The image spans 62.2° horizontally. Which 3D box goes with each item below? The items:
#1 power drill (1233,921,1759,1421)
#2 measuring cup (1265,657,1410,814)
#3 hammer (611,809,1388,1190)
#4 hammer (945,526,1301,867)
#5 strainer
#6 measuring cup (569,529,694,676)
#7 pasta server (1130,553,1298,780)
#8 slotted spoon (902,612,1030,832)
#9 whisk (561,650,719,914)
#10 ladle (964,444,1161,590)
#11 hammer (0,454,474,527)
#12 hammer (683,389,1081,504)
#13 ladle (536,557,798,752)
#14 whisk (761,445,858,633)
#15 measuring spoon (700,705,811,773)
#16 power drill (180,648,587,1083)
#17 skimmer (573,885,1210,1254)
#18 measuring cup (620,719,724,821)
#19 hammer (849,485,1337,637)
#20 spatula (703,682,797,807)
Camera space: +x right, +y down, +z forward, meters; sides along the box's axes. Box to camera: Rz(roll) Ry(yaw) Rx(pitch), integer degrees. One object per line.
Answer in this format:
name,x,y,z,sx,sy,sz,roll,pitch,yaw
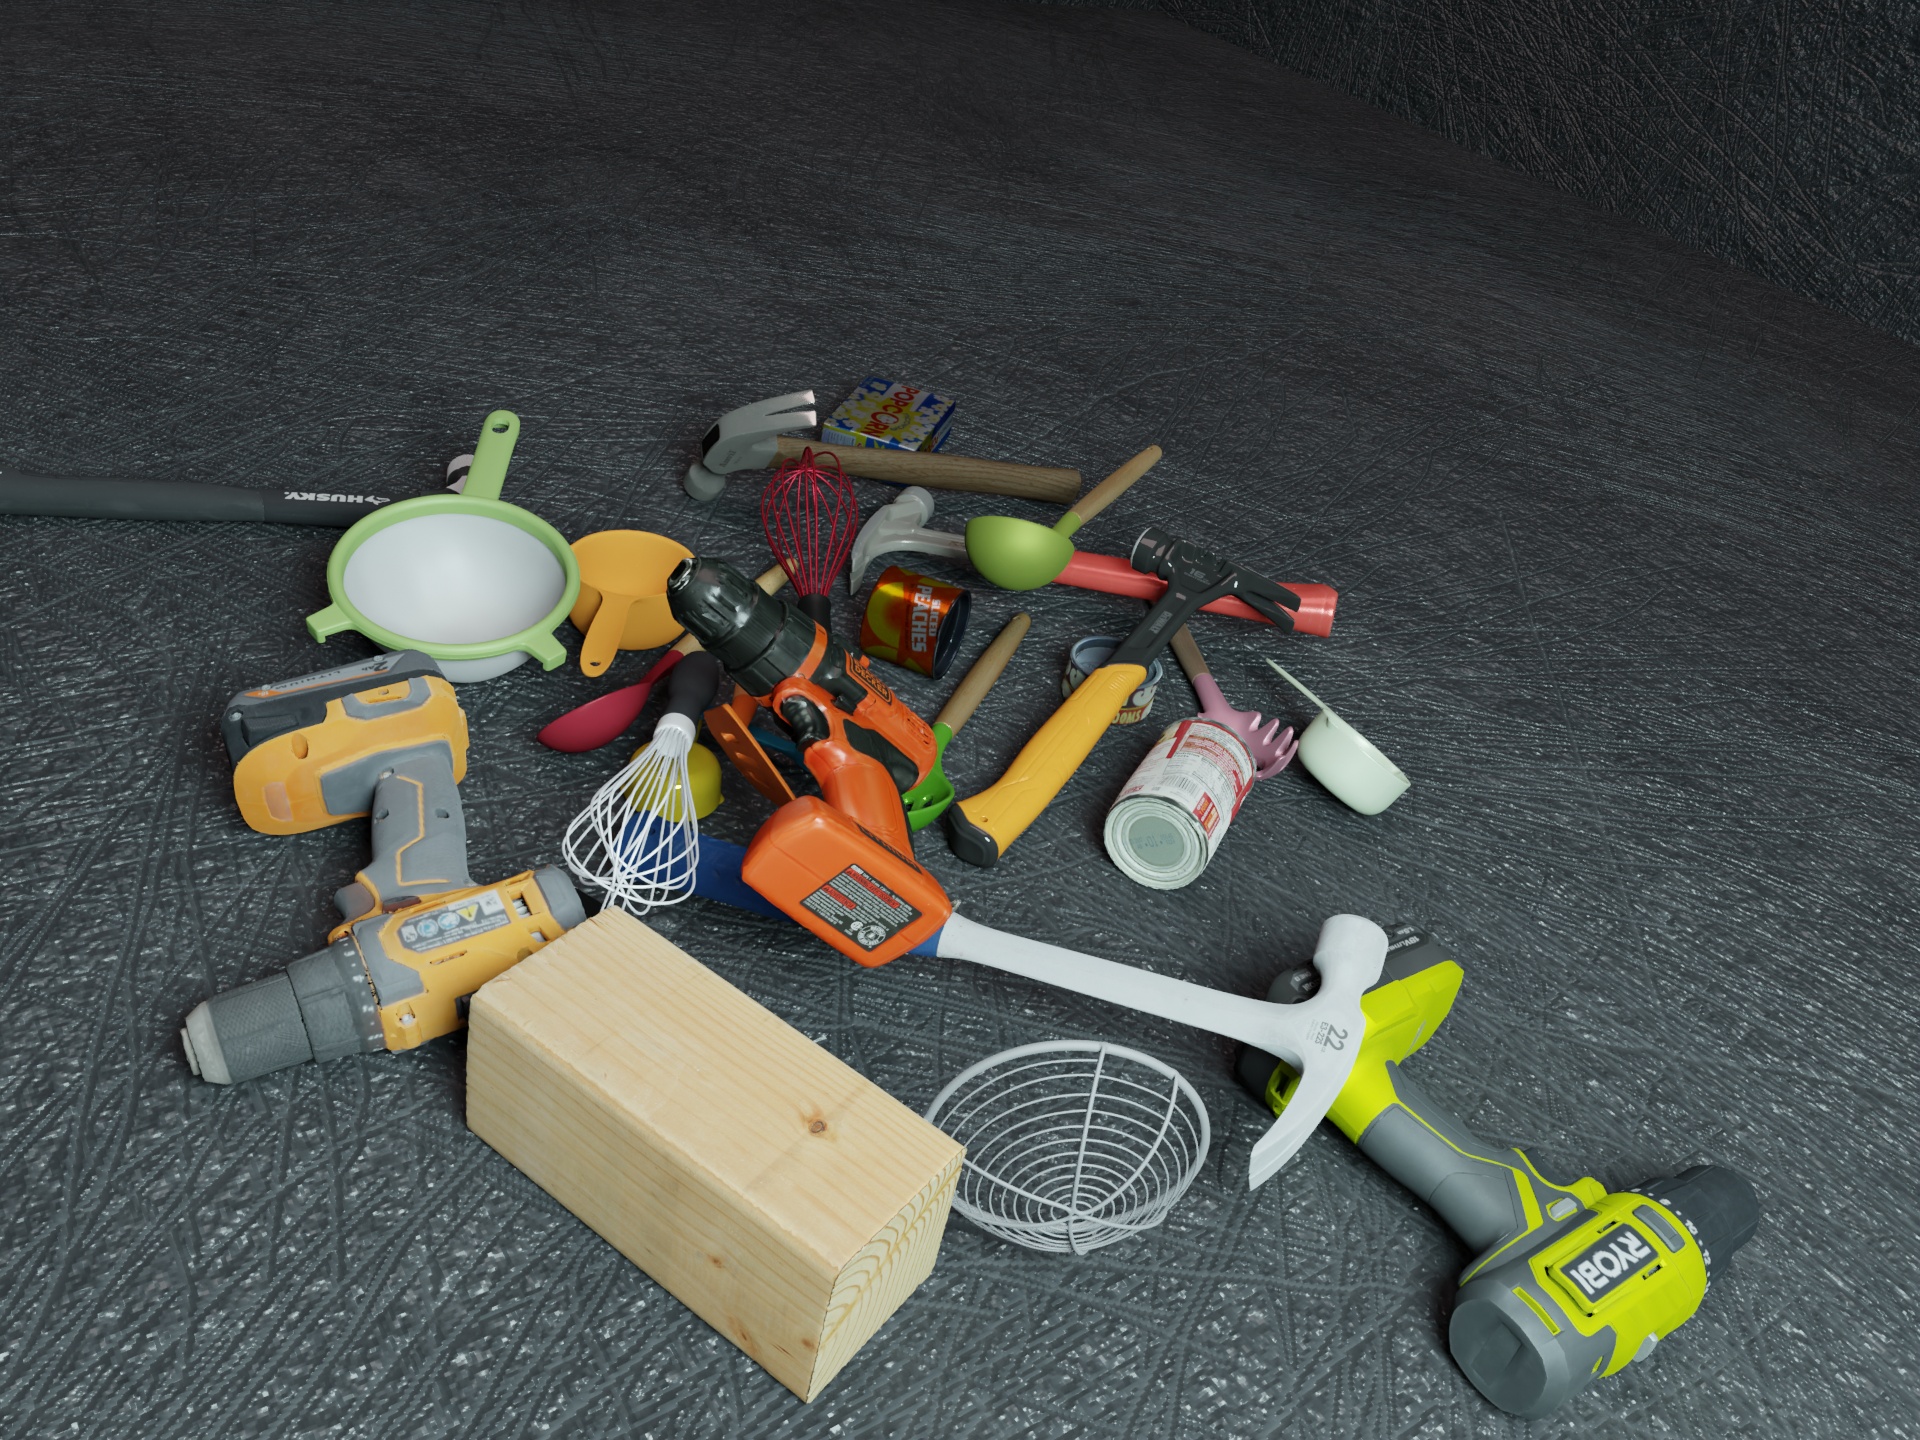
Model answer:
power drill,0.268,0.211,0.795,0.190,0.080,0.229,-15,46,-33
measuring cup,0.244,0.008,1.099,0.083,0.038,0.168,31,15,-34
hammer,0.000,0.117,0.816,0.405,0.035,0.144,13,52,19
hammer,0.101,-0.014,1.044,0.127,0.034,0.337,28,48,19
strainer,-0.322,-0.109,1.049,0.151,0.069,0.257,7,43,-9
measuring cup,-0.226,-0.062,1.048,0.095,0.052,0.174,10,36,-5
pasta server,0.172,-0.050,1.172,0.060,0.040,0.317,-1,35,-11
slotted spoon,-0.002,-0.003,1.056,0.070,0.031,0.314,0,27,21
whisk,-0.164,0.024,0.880,0.070,0.070,0.285,10,24,-5
ladle,0.095,-0.173,1.218,0.078,0.062,0.320,8,28,25
hammer,-0.496,-0.146,1.095,0.334,0.035,0.146,1,35,-17
hammer,-0.046,-0.206,1.283,0.331,0.130,0.031,2,68,-29
ladle,-0.179,-0.051,1.060,0.031,0.069,0.315,55,31,-10
whisk,-0.103,-0.092,1.112,0.073,0.073,0.296,5,44,-12
measuring spoon,-0.121,0.002,0.987,0.128,0.021,0.042,23,19,6
power drill,-0.309,0.074,0.802,0.185,0.084,0.226,-18,49,-26
skimmer,-0.057,0.144,0.773,0.363,0.127,0.090,24,43,32
measuring cup,-0.172,0.005,0.986,0.062,0.029,0.157,7,34,-8
hammer,0.100,-0.108,1.199,0.359,0.036,0.149,12,33,11
spatula,-0.122,-0.021,0.970,0.041,0.081,0.323,-30,19,8
